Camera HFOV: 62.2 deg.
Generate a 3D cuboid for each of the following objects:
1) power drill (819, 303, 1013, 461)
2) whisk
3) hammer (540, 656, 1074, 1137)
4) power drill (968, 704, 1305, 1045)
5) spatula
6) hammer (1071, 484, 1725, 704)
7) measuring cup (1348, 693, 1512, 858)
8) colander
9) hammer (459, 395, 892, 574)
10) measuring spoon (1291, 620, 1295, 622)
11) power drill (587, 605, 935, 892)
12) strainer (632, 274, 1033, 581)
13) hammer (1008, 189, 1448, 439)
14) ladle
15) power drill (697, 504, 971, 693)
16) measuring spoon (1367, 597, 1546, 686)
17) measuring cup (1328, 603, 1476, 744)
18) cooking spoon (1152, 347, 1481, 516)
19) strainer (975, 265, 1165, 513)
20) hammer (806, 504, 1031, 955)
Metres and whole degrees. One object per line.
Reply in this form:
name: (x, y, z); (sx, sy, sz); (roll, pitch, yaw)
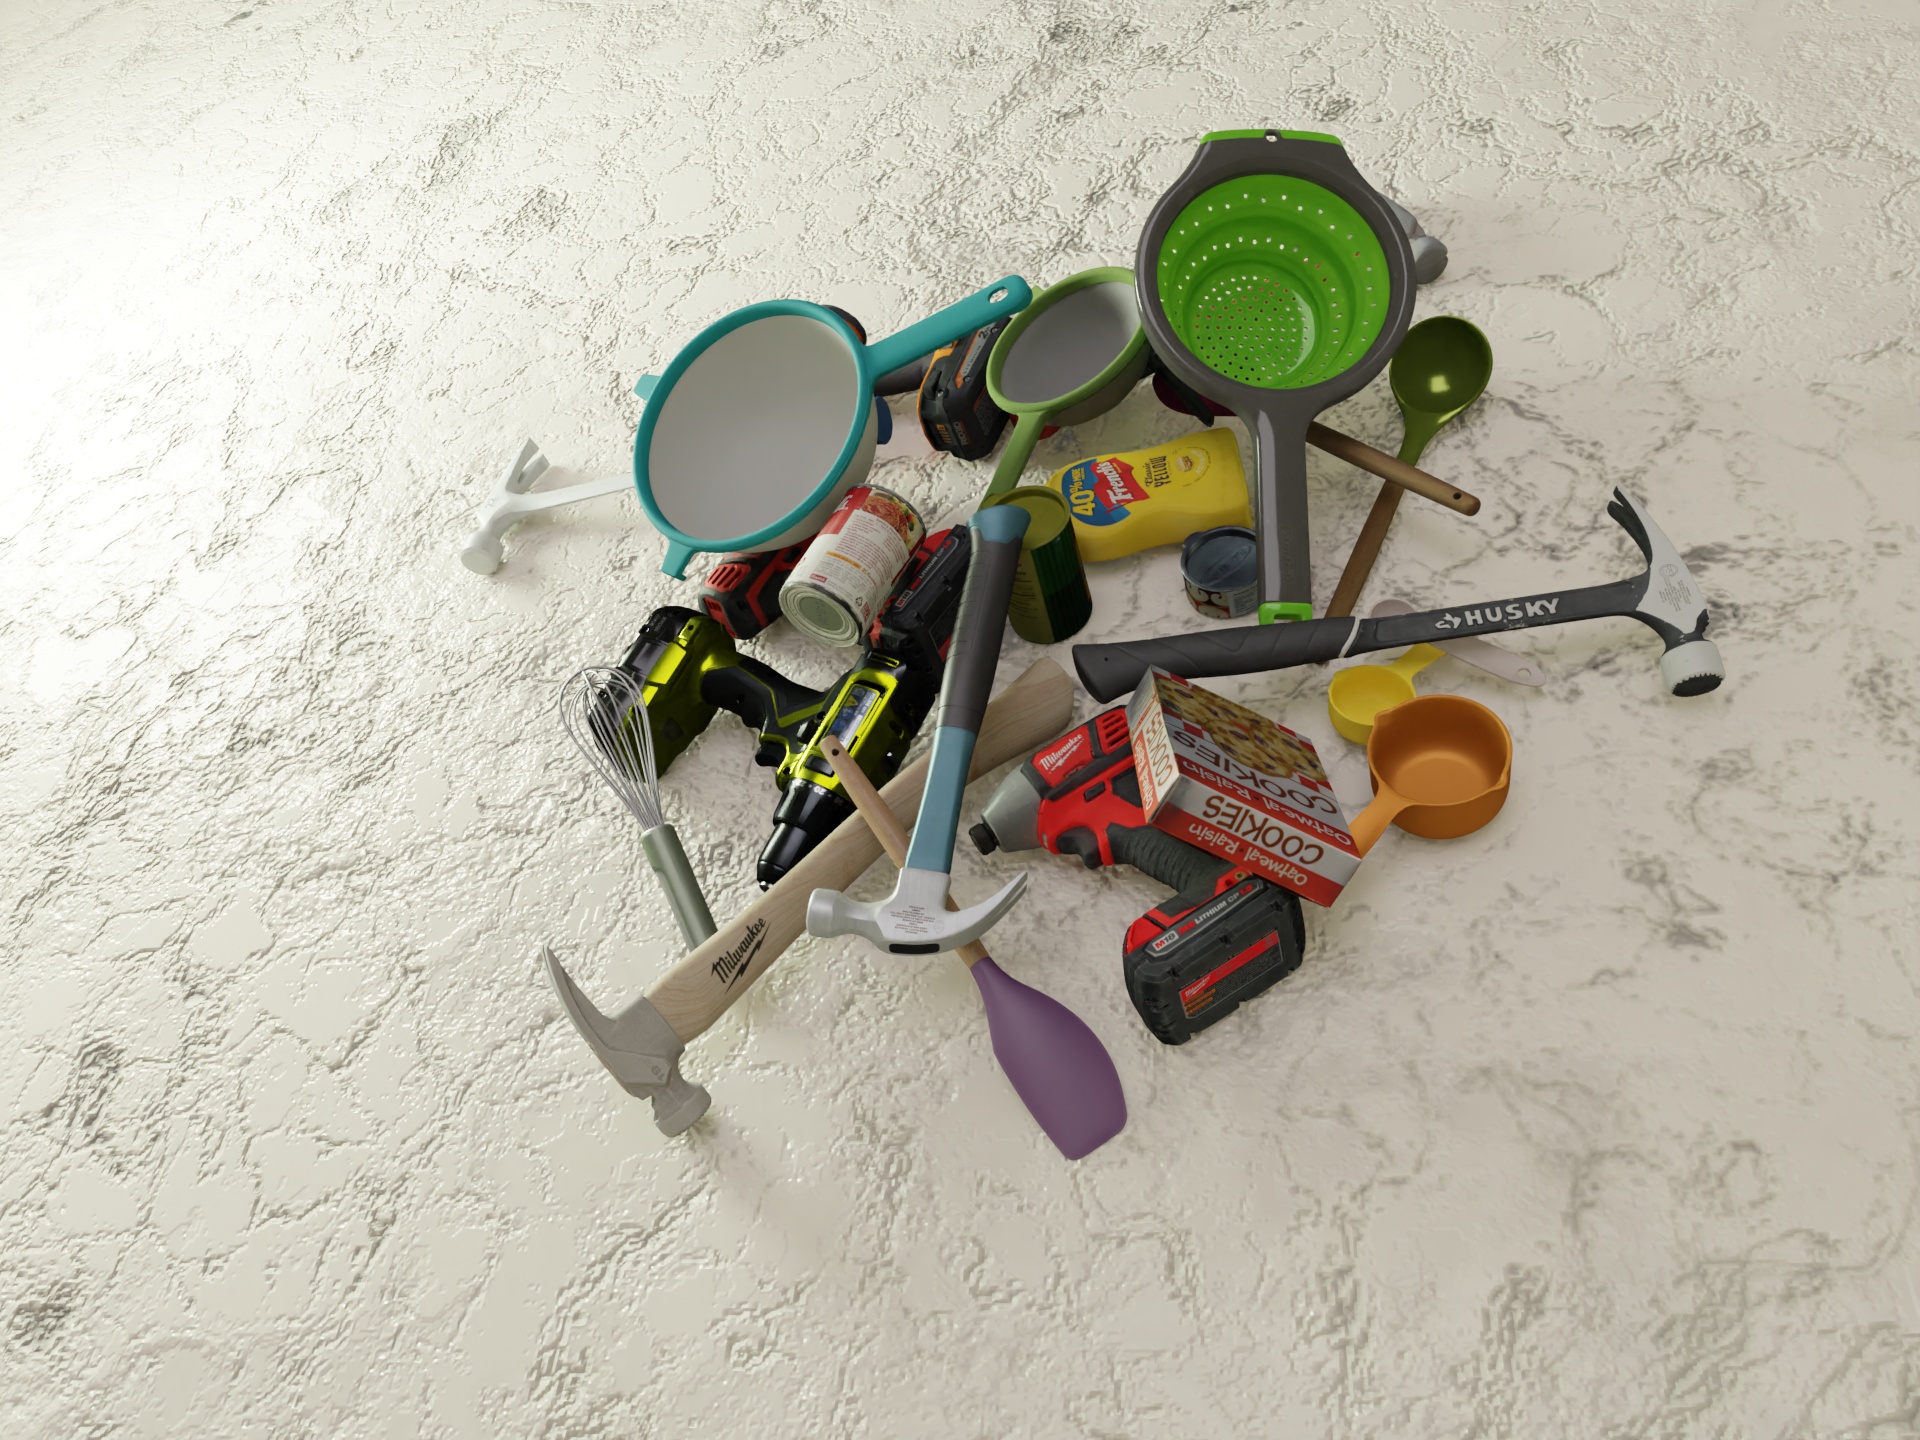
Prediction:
power drill: (-0.071, -0.284, 1.375); (0.226, 0.084, 0.164); (9, 58, 28)
whisk: (-0.213, 0.070, 1.097); (0.059, 0.057, 0.246); (-21, 75, -19)
hammer: (-0.082, 0.082, 1.062); (0.411, 0.146, 0.038); (-41, 10, -22)
power drill: (0.106, 0.091, 1.015); (0.143, 0.078, 0.220); (-30, 46, -9)
spatula: (0.000, 0.130, 0.998); (0.060, 0.018, 0.316); (-33, 68, -10)
hammer: (0.278, -0.063, 1.058); (0.409, 0.036, 0.149); (-7, 64, 5)
measuring cup: (0.276, 0.061, 1.001); (0.173, 0.052, 0.095); (-44, 53, -16)
colander: (0.225, -0.232, 1.170); (0.204, 0.094, 0.397); (1, 79, -1)
hammer: (-0.245, -0.219, 1.366); (0.405, 0.035, 0.144); (-9, 48, 23)
measuring spoon: (0.248, -0.101, 1.167); (0.021, 0.011, 0.117); (-30, 39, 34)
power drill: (-0.153, 0.017, 1.156); (0.229, 0.080, 0.191); (19, 67, 27)
strainer: (-0.086, -0.234, 1.211); (0.340, 0.095, 0.211); (-23, 62, 17)
hammer: (0.211, -0.347, 1.362); (0.386, 0.038, 0.143); (-27, 48, -5)
ladle: (0.317, -0.175, 1.177); (0.078, 0.062, 0.320); (15, 60, 27)
power drill: (-0.076, -0.125, 1.250); (0.227, 0.080, 0.188); (18, 59, 33)
measuring spoon: (0.333, -0.047, 1.073); (0.124, 0.018, 0.034); (26, 66, 18)
measuring cup: (0.312, -0.033, 1.089); (0.156, 0.029, 0.062); (-34, 52, -26)
cooking spoon: (0.263, -0.220, 1.208); (0.069, 0.017, 0.319); (-48, 48, -4)
strainer: (0.080, -0.240, 1.253); (0.151, 0.069, 0.256); (6, 63, 42)
hammer: (-0.002, -0.003, 1.039); (0.128, 0.033, 0.331); (10, 62, 5)
